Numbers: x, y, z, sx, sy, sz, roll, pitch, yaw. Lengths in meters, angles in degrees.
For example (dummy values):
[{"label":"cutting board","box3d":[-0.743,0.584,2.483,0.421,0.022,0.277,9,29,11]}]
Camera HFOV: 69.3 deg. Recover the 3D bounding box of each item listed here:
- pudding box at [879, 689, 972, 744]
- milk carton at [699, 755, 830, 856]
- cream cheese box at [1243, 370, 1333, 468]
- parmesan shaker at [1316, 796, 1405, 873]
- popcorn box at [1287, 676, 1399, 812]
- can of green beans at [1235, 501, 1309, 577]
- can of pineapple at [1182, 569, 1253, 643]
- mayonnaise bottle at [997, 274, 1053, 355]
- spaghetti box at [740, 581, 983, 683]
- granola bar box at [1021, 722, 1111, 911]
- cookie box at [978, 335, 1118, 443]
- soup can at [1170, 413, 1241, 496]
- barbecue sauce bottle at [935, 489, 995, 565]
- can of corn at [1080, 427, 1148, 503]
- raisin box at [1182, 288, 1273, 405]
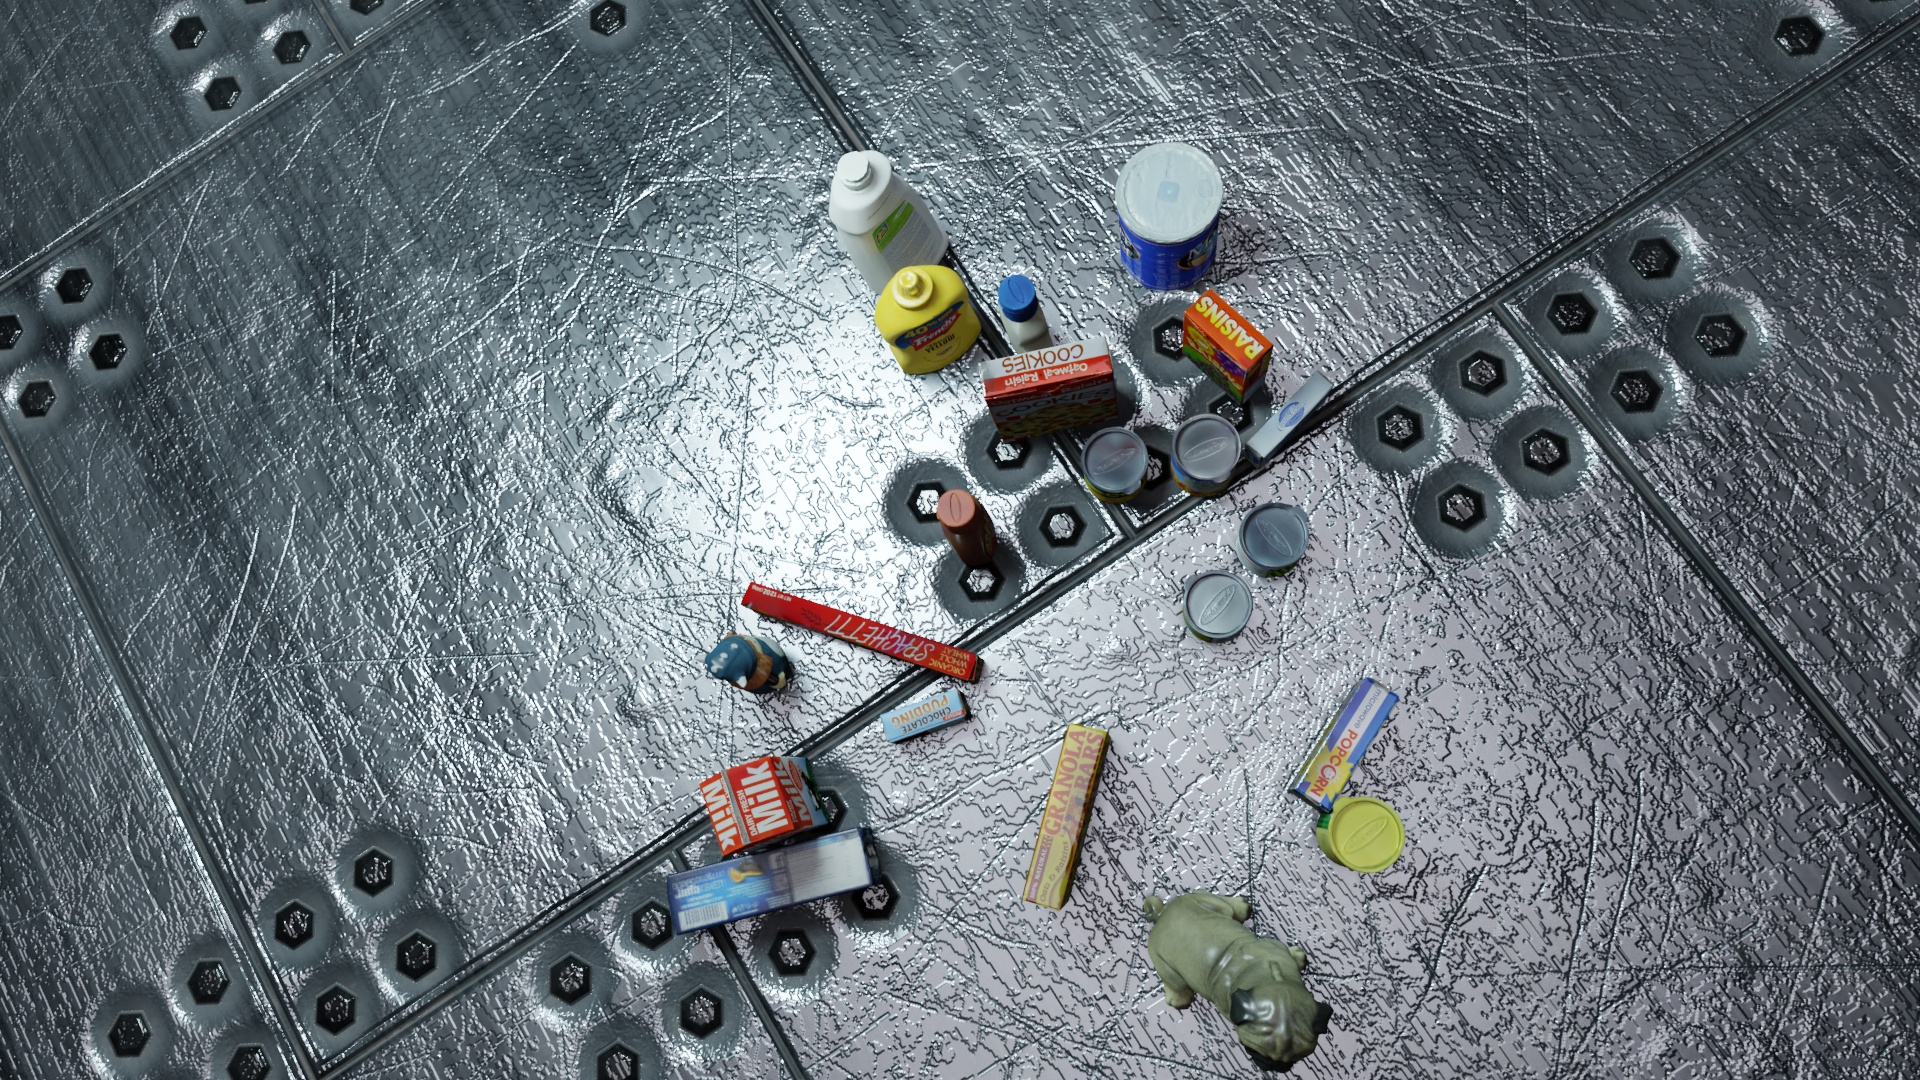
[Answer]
[{"label":"pudding box","box3d":[-0.034,0.175,1.375,0.084,0.049,0.030,-20,78,4]},{"label":"milk carton","box3d":[-0.187,0.249,1.309,0.073,0.190,0.072,-22,77,3]},{"label":"cream cheese box","box3d":[0.326,-0.119,1.382,0.024,0.053,0.104,44,87,13]},{"label":"parmesan shaker","box3d":[0.364,0.267,1.276,0.071,0.103,0.071,-1,79,8]},{"label":"popcorn box","box3d":[0.358,0.192,1.301,0.038,0.085,0.127,32,85,12]},{"label":"can of green beans","box3d":[0.304,0.000,1.359,0.071,0.057,0.071,-1,79,8]},{"label":"can of pineapple","box3d":[0.249,0.064,1.354,0.071,0.058,0.071,-1,79,8]},{"label":"mayonnaise bottle","box3d":[0.064,-0.223,1.389,0.041,0.148,0.065,-29,77,2]},{"label":"spaghetti box","box3d":[-0.098,0.093,1.399,0.250,0.050,0.029,17,82,11]},{"label":"granola bar box","box3d":[0.101,0.257,1.303,0.039,0.124,0.165,14,82,10]},{"label":"cookie box","box3d":[0.089,-0.144,1.360,0.123,0.167,0.040,-12,78,5]},{"label":"soup can","box3d":[0.242,-0.080,1.370,0.071,0.083,0.071,-1,79,8]},{"label":"barbecue sauce bottle","box3d":[0.005,-0.017,1.357,0.044,0.148,0.065,-9,79,6]},{"label":"can of corn","box3d":[0.156,-0.072,1.393,0.071,0.058,0.071,-1,79,8]},{"label":"raisin box","box3d":[0.261,-0.189,1.369,0.040,0.123,0.086,-43,77,-1]}]
